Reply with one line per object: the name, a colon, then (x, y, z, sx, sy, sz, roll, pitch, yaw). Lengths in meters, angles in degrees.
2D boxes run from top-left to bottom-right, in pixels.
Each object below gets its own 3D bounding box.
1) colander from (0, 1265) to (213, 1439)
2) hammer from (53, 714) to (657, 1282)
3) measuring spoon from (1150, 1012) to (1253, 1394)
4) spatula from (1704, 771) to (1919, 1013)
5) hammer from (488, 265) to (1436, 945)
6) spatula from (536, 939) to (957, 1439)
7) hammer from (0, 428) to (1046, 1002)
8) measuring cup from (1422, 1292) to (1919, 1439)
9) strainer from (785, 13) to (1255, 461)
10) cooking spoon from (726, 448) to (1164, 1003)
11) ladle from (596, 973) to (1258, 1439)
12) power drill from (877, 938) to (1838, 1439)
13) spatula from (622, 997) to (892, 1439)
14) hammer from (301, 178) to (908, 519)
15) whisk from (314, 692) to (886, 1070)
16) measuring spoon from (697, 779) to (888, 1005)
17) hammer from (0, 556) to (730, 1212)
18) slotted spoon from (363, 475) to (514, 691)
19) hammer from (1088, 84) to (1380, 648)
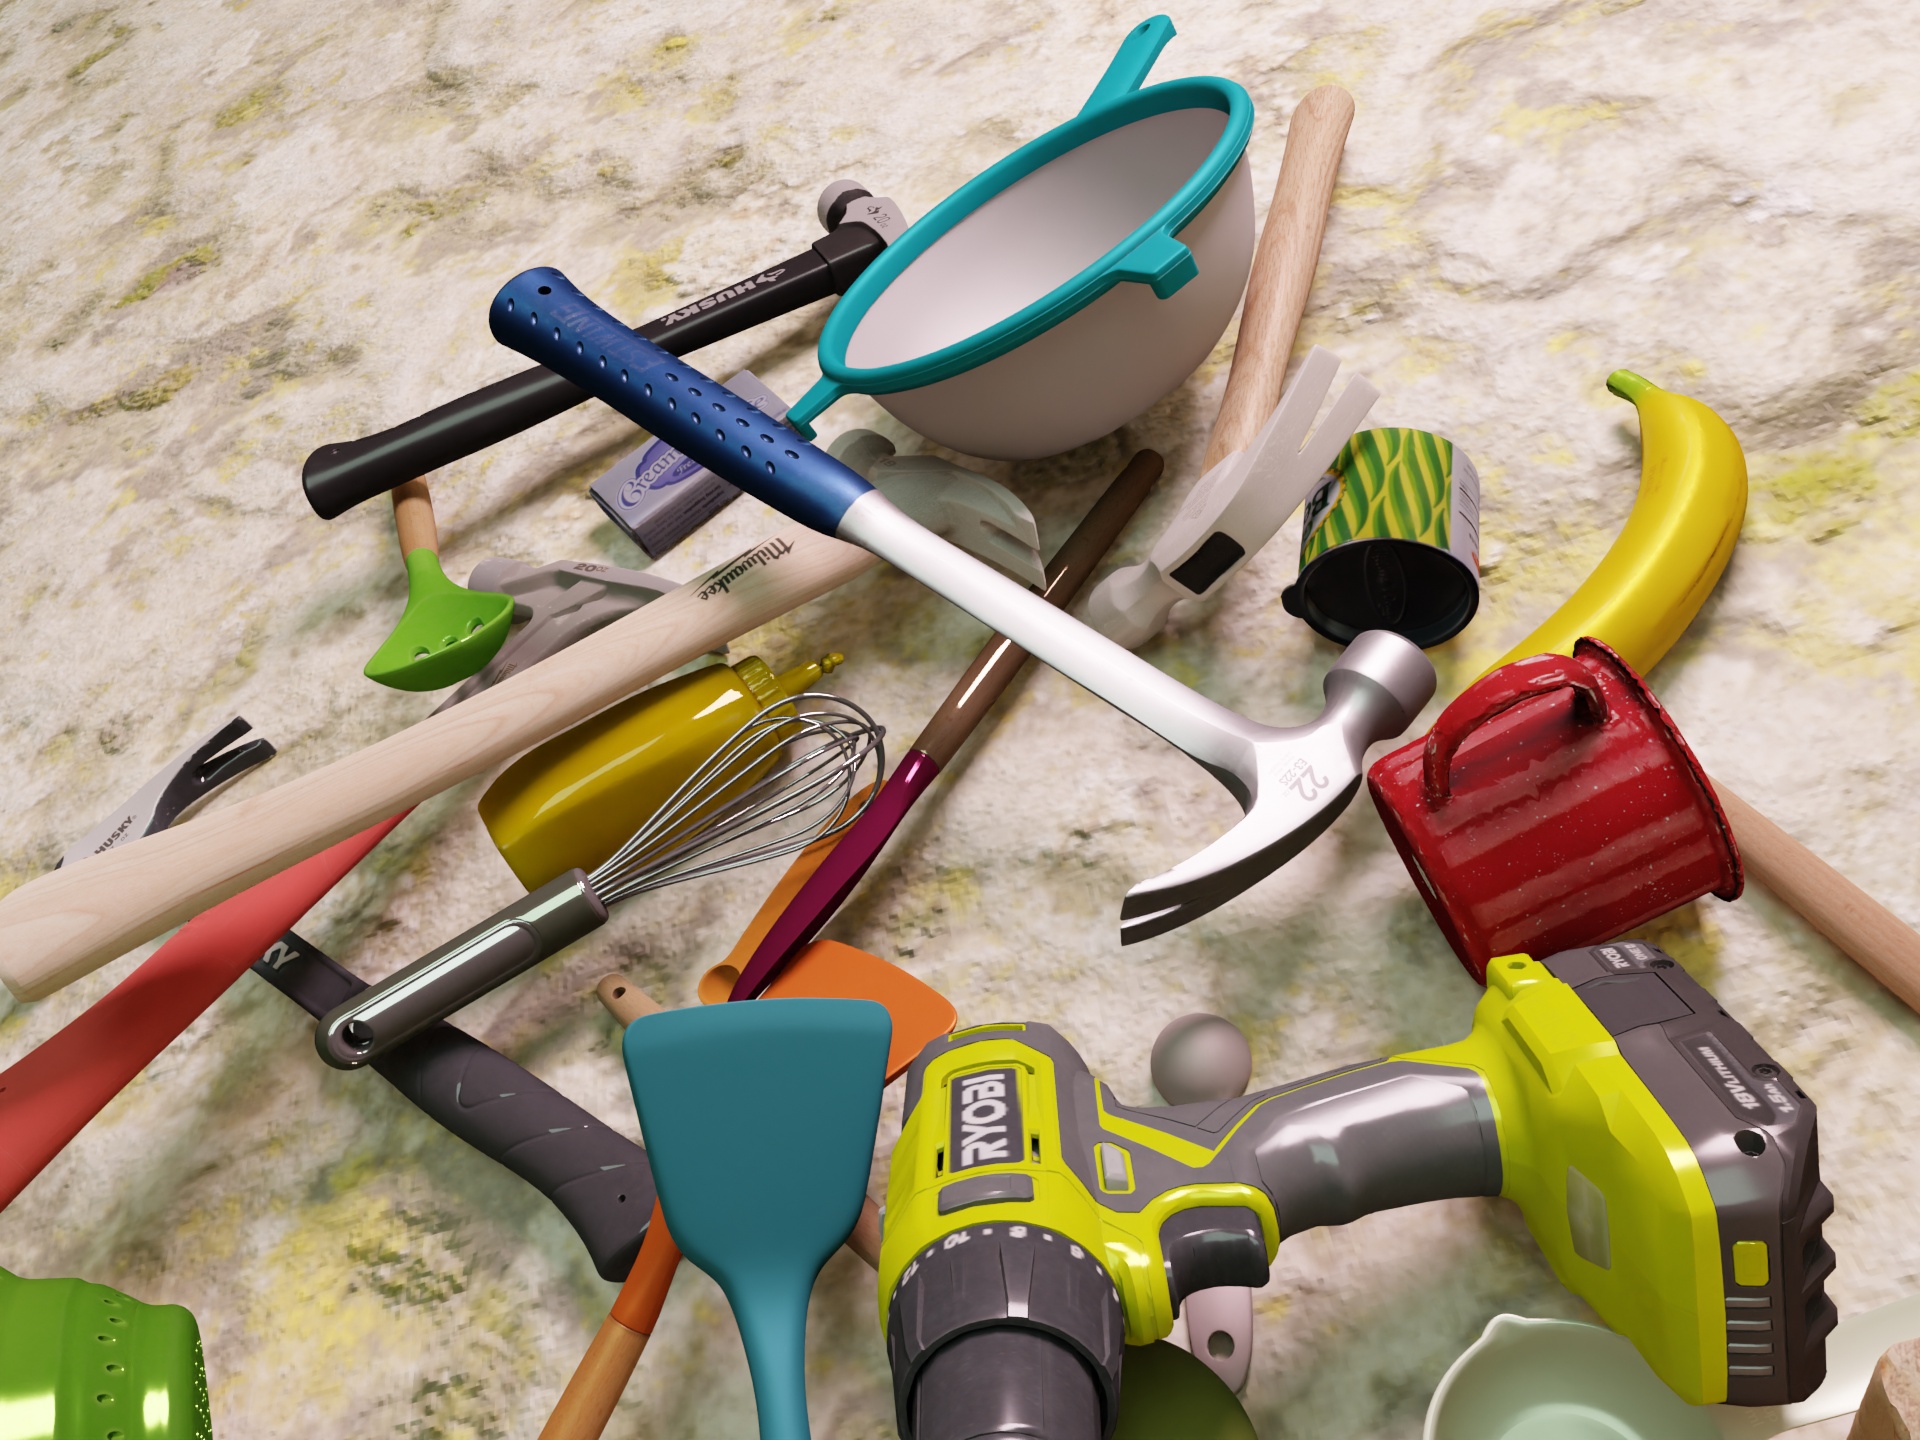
colander: (-0.268, 0.321, 0.467, 0.094, 0.204, 0.397, -4, 63, -24)
hammer: (-0.252, 0.113, 0.659, 0.409, 0.036, 0.149, 21, 64, 33)
measuring spoon: (0.078, 0.148, 0.504, 0.034, 0.018, 0.124, -10, 52, 15)
spatula: (0.310, 0.103, 0.441, 0.060, 0.018, 0.316, -34, 50, -8)
hammer: (-0.035, -0.070, 0.600, 0.406, 0.035, 0.144, 34, 63, 23)
spatula: (-0.109, 0.214, 0.500, 0.081, 0.041, 0.323, 18, 76, 45)
hammer: (-0.159, -0.005, 0.618, 0.410, 0.038, 0.146, -30, 37, -22)
measuring cup: (0.203, 0.185, 0.415, 0.167, 0.038, 0.083, -20, 47, -2)
strainer: (0.068, -0.224, 0.739, 0.211, 0.095, 0.341, -14, 35, 35)
cooking spoon: (-0.001, -0.002, 0.634, 0.017, 0.068, 0.319, 36, 64, 3)
ladle: (-0.033, 0.169, 0.528, 0.078, 0.062, 0.320, -43, 43, -19)
power drill: (0.090, 0.132, 0.409, 0.228, 0.080, 0.191, -10, 15, 3)
spatula: (-0.045, 0.236, 0.434, 0.082, 0.044, 0.318, -1, 63, -16)
hammer: (-0.174, -0.182, 0.813, 0.335, 0.035, 0.146, -25, 40, -7)
whisk: (-0.135, 0.064, 0.614, 0.246, 0.057, 0.059, -31, 12, -8)
measuring spoon: (-0.062, 0.069, 0.631, 0.021, 0.011, 0.117, 21, 61, 36)
hammer: (-0.254, 0.051, 0.658, 0.149, 0.036, 0.359, 13, 48, 31)
slotted spoon: (-0.264, -0.088, 0.783, 0.070, 0.031, 0.314, -26, 35, -8)
hammer: (0.138, -0.181, 0.693, 0.130, 0.031, 0.331, -39, 24, 49)
